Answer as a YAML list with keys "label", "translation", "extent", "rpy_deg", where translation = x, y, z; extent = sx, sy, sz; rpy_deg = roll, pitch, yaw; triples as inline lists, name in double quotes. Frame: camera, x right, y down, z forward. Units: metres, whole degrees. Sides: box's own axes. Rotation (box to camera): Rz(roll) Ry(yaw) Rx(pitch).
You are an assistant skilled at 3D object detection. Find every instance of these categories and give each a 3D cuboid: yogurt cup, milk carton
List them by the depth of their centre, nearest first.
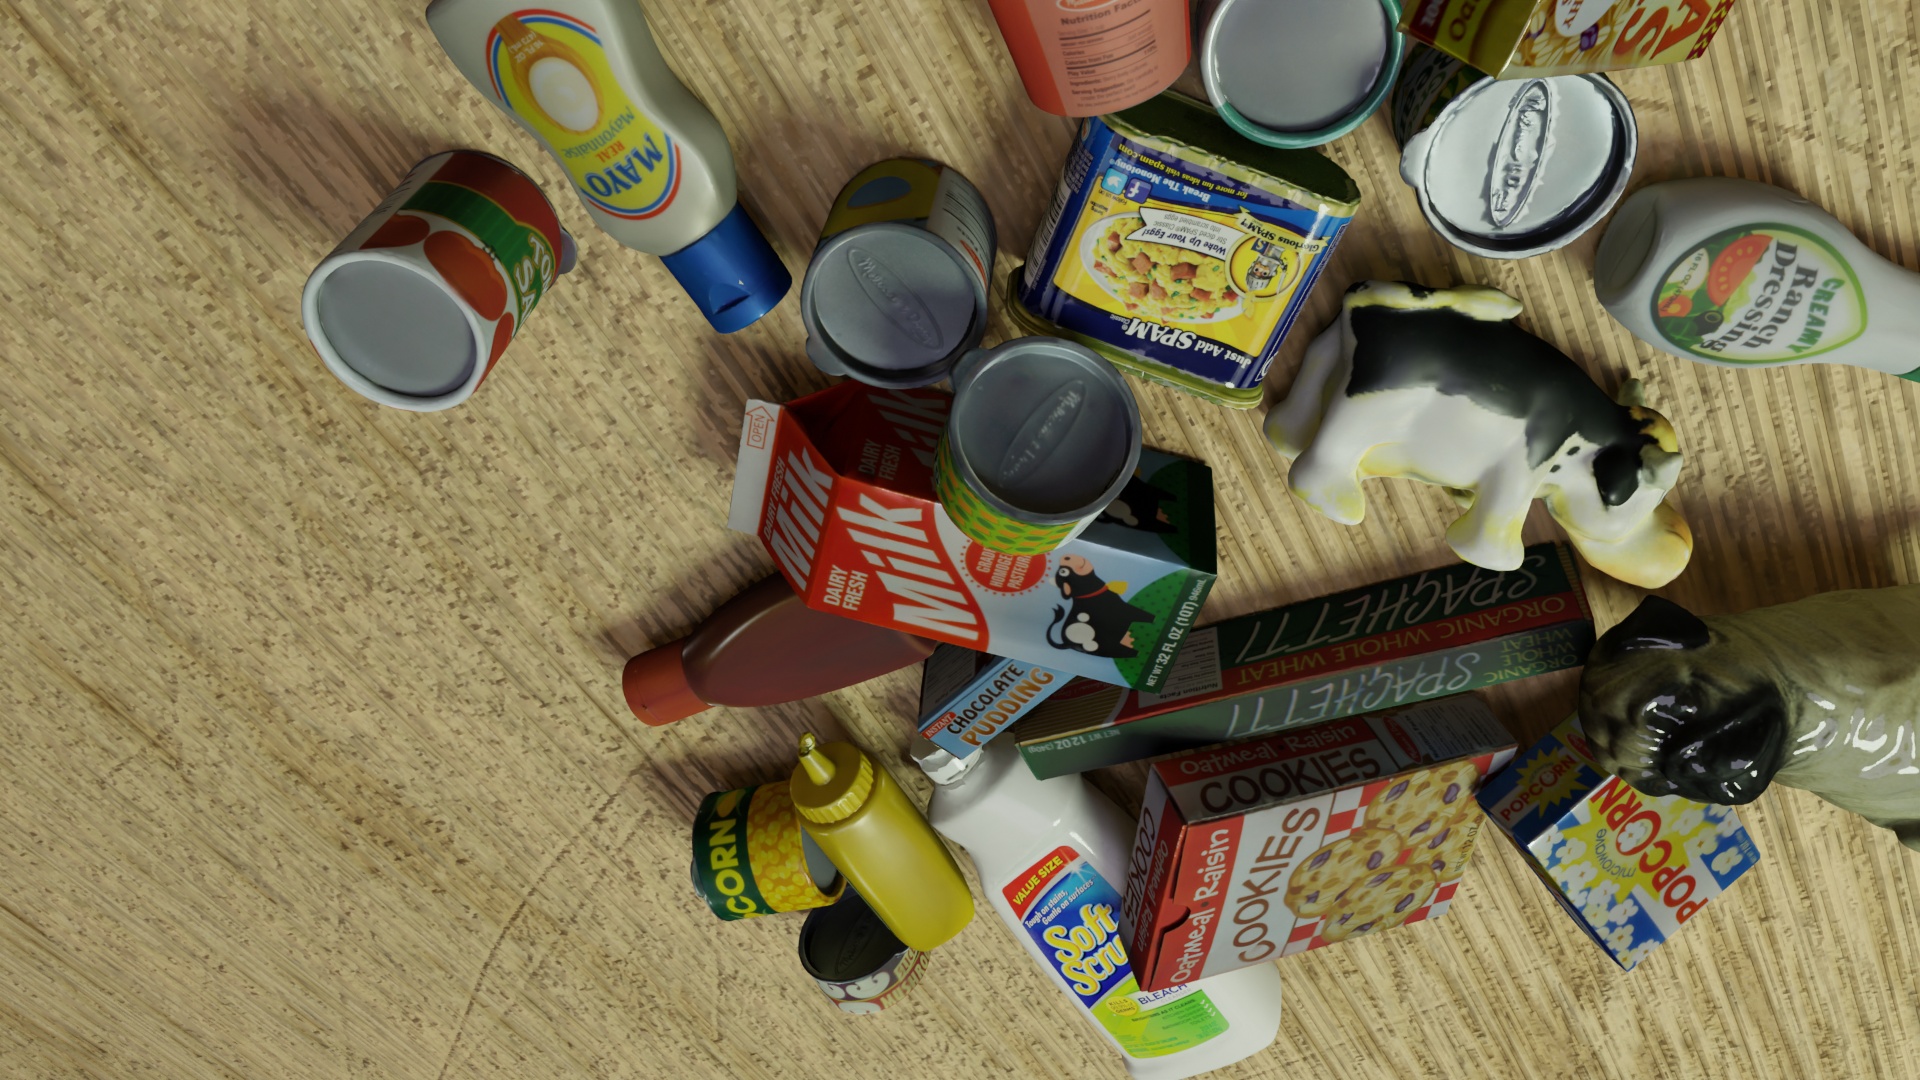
- label: "yogurt cup"
  translation: [0.041, -0.172, 0.440]
  extent: [0.072, 0.073, 0.053]
  rpy_deg: [-9, 134, 13]
- label: "milk carton"
  translation: [0.002, -0.007, 0.565]
  extent: [0.191, 0.074, 0.072]
  rpy_deg: [14, 129, -4]

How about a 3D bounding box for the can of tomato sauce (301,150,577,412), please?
- label: "can of tomato sauce"
  translation: [-0.190, -0.095, 0.512]
  extent: [0.071, 0.083, 0.070]
  rpy_deg: [3, 128, 4]

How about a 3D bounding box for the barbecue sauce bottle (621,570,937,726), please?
- label: "barbecue sauce bottle"
  translation: [-0.087, 0.048, 0.638]
  extent: [0.148, 0.044, 0.064]
  rpy_deg: [-21, 126, 22]

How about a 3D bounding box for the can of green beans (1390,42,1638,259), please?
- label: "can of green beans"
  translation: [0.178, -0.135, 0.455]
  extent: [0.071, 0.058, 0.071]
  rpy_deg: [3, 128, 4]

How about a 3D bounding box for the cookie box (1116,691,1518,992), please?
- label: "cookie box"
  translation: [0.162, 0.141, 0.645]
  extent: [0.168, 0.040, 0.122]
  rpy_deg: [-9, 130, -16]

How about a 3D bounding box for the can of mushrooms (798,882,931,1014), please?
- label: "can of mushrooms"
  translation: [-0.049, 0.220, 0.752]
  extent: [0.071, 0.071, 0.033]
  rpy_deg: [-13, 126, 16]

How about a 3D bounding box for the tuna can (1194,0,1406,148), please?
- label: "tuna can"
  translation: [0.113, -0.165, 0.455]
  extent: [0.071, 0.033, 0.070]
  rpy_deg: [3, 128, 5]

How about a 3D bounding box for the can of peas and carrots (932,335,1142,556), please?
- label: "can of peas and carrots"
  translation: [0.023, -0.033, 0.492]
  extent: [0.071, 0.071, 0.058]
  rpy_deg: [13, 166, -4]

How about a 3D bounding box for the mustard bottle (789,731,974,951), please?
- label: "mustard bottle"
  translation: [-0.045, 0.141, 0.681]
  extent: [0.049, 0.065, 0.159]
  rpy_deg: [-36, 130, -7]

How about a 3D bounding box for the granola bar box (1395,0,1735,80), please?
- label: "granola bar box"
  translation: [0.197, -0.208, 0.362]
  extent: [0.125, 0.039, 0.164]
  rpy_deg: [-19, 140, -37]

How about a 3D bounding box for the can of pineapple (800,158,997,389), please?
- label: "can of pineapple"
  translation: [-0.023, -0.098, 0.507]
  extent: [0.071, 0.058, 0.070]
  rpy_deg: [3, 128, 4]

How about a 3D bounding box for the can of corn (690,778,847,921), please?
- label: "can of corn"
  translation: [-0.096, 0.157, 0.707]
  extent: [0.058, 0.071, 0.071]
  rpy_deg: [-13, 125, 15]

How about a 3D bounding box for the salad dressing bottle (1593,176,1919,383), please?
- label: "salad dressing bottle"
  translation: [0.303, -0.085, 0.489]
  extent: [0.148, 0.044, 0.064]
  rpy_deg: [14, 127, -5]

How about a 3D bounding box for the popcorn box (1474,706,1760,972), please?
- label: "popcorn box"
  translation: [0.303, 0.132, 0.636]
  extent: [0.085, 0.038, 0.126]
  rpy_deg: [-42, 121, 4]

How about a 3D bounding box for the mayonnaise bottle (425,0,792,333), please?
- label: "mayonnaise bottle"
  translation: [-0.116, -0.141, 0.494]
  extent: [0.064, 0.041, 0.147]
  rpy_deg: [-24, 121, 21]

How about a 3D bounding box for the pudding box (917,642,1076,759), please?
- label: "pudding box"
  translation: [0.017, 0.056, 0.628]
  extent: [0.030, 0.050, 0.083]
  rpy_deg: [35, 124, -21]

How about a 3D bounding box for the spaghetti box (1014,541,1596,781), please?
- label: "spaghetti box"
  translation: [0.145, 0.055, 0.613]
  extent: [0.250, 0.050, 0.028]
  rpy_deg: [-15, 127, 17]
